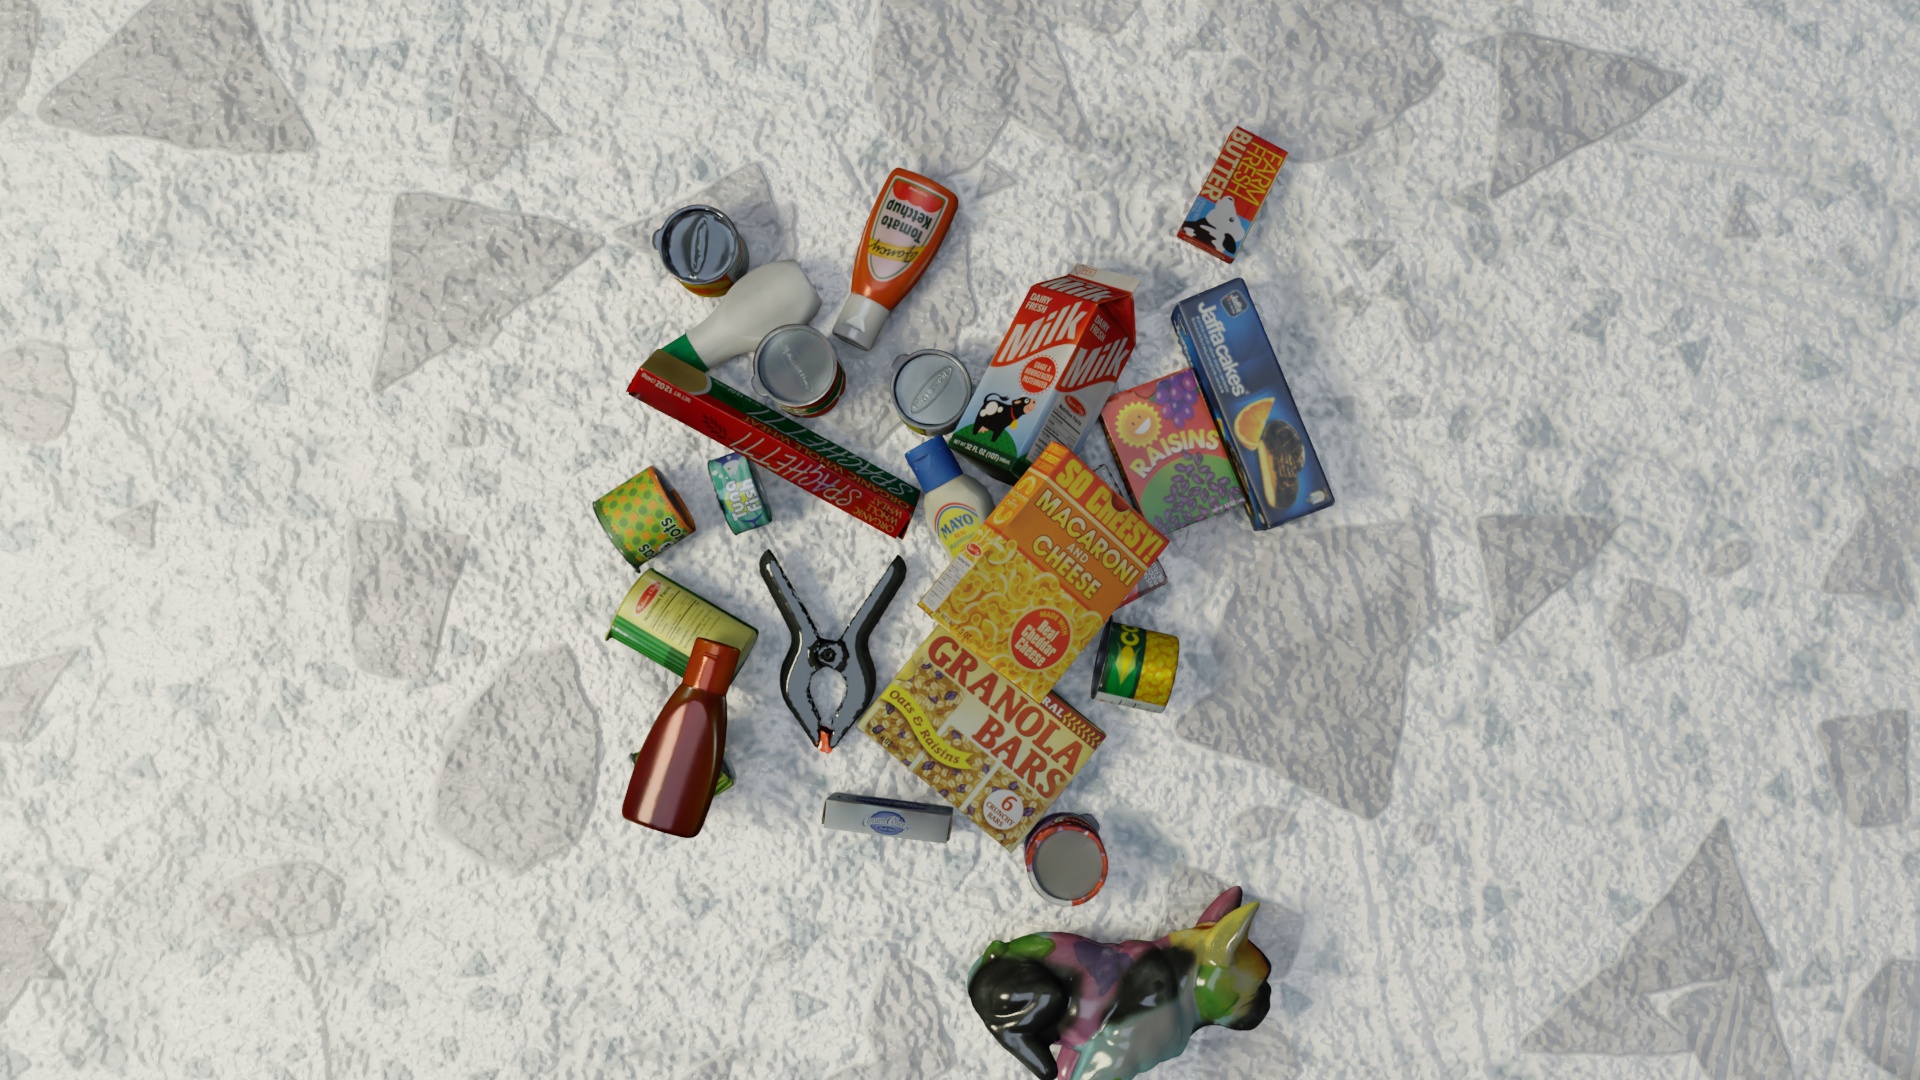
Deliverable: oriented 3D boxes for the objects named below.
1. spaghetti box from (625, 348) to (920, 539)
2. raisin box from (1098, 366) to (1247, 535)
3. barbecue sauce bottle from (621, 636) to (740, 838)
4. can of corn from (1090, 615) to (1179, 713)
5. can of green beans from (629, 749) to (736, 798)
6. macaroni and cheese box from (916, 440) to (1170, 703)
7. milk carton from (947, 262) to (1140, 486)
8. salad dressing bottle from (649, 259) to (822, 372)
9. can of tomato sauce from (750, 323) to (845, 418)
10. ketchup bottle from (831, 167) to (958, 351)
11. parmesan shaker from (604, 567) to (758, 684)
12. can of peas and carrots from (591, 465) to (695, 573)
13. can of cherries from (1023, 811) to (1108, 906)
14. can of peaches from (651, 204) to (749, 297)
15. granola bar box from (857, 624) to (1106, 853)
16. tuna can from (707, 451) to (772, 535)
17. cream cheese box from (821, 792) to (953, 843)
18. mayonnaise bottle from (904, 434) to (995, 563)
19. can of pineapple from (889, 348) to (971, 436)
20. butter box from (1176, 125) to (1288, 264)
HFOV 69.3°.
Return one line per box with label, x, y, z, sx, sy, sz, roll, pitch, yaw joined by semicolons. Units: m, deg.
spaghetti box;-0.148;-0.078;1.128;0.250;0.050;0.028;28;116;-7
raisin box;0.172;-0.071;1.150;0.086;0.040;0.123;-21;87;1
barbecue sauce bottle;-0.210;0.150;1.075;0.065;0.043;0.148;17;86;1
can of corn;0.142;0.101;1.128;0.058;0.071;0.071;13;88;0
can of green beans;-0.223;0.185;1.128;0.058;0.071;0.071;-33;88;-1
macaroni and cheese box;0.067;0.025;1.083;0.123;0.040;0.166;40;88;-25
milk carton;0.076;-0.136;1.123;0.072;0.073;0.190;25;85;39
salad dressing bottle;-0.188;-0.177;1.158;0.148;0.044;0.064;-32;88;1
can of tomato sauce;-0.131;-0.135;1.135;0.071;0.083;0.071;0;88;1
ketchup bottle;-0.059;-0.232;1.159;0.065;0.043;0.149;25;88;1
parmesan shaker;-0.226;0.078;1.133;0.103;0.071;0.071;30;88;1
can of peas and carrots;-0.258;-0.018;1.138;0.059;0.071;0.071;-33;88;-1
can of cherries;0.086;0.255;1.126;0.071;0.058;0.071;0;88;1
can of peaches;-0.214;-0.240;1.153;0.071;0.058;0.071;0;88;1
granola bar box;0.017;0.155;1.141;0.165;0.039;0.124;39;88;2
tuna can;-0.180;-0.040;1.137;0.033;0.071;0.071;-20;87;-1
cream cheese box;-0.058;0.225;1.131;0.104;0.053;0.024;7;86;1
mayonnaise bottle;0.004;-0.014;1.138;0.064;0.041;0.148;-28;93;25
can of pineapple;-0.024;-0.122;1.145;0.071;0.058;0.071;0;87;0
butter box;0.229;-0.290;1.168;0.053;0.024;0.103;27;88;1
